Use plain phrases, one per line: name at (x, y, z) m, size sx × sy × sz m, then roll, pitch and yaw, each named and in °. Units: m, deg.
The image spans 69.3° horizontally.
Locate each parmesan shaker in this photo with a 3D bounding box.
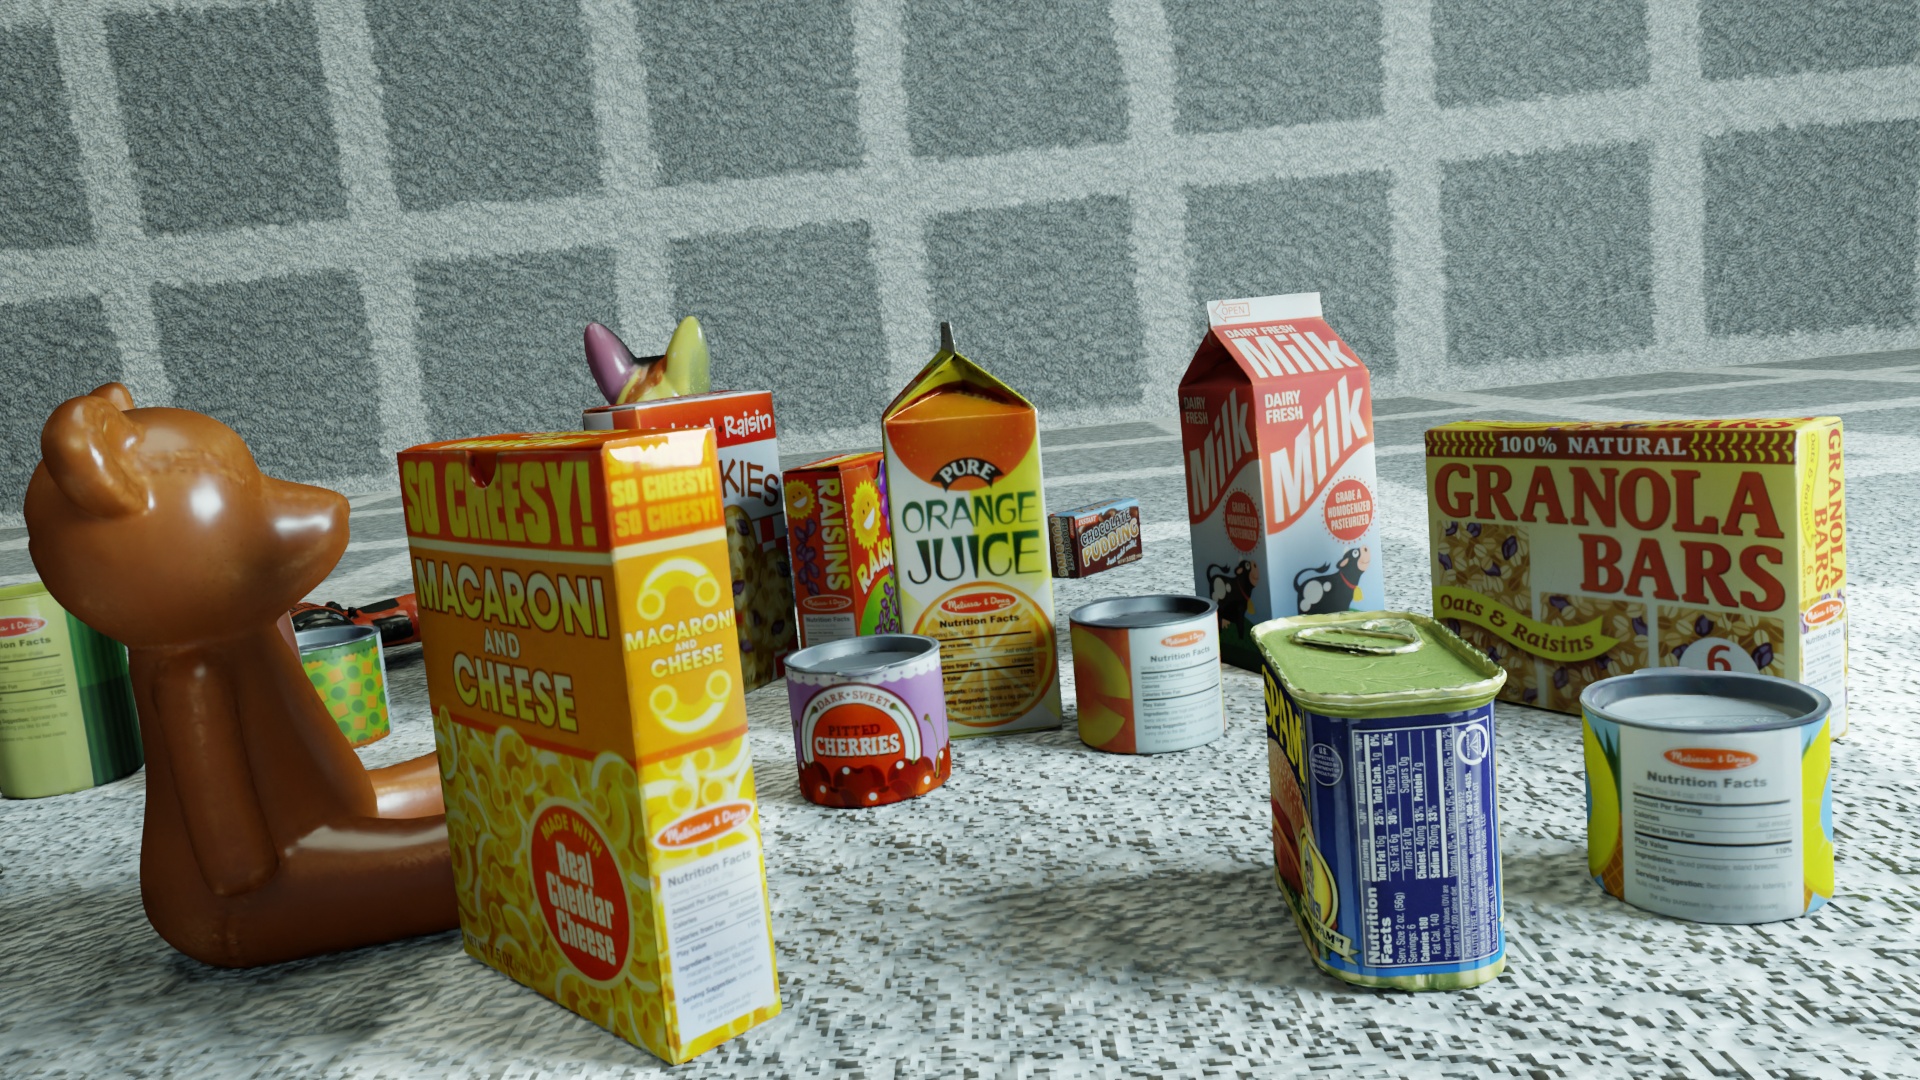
parmesan shaker at (-0.469, 0.074, 0.718) m, size 0.071 × 0.103 × 0.071 m, roll -5°, pitch 8°, yaw 1°

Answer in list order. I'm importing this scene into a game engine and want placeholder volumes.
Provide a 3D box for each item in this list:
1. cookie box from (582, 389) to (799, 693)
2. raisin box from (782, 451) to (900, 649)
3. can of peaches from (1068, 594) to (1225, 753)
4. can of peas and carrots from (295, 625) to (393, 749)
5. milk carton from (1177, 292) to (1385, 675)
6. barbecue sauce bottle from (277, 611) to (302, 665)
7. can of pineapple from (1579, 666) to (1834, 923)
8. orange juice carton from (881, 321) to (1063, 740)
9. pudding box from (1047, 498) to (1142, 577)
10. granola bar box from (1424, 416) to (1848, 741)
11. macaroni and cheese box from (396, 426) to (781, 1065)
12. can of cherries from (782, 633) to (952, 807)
cookie box at (-0.145, 0.004, 0.765) m, size 0.040 × 0.167 × 0.123 m, roll -2°, pitch 8°, yaw 26°
raisin box at (-0.062, 0.014, 0.793) m, size 0.040 × 0.123 × 0.086 m, roll -3°, pitch 8°, yaw 19°
can of peaches at (0.083, 0.058, 0.621) m, size 0.071 × 0.058 × 0.071 m, roll -5°, pitch 8°, yaw 1°
can of peas and carrots at (-0.346, 0.081, 0.746) m, size 0.071 × 0.058 × 0.071 m, roll -5°, pitch 8°, yaw 1°
milk carton at (0.166, -0.032, 0.724) m, size 0.072 × 0.190 × 0.073 m, roll -9°, pitch 8°, yaw -22°
barbecue sauce bottle at (-0.355, 0.046, 0.678) m, size 0.065 × 0.148 × 0.044 m, roll -3°, pitch 8°, yaw 22°
can of pineapple at (0.223, 0.074, 0.416) m, size 0.071 × 0.057 × 0.071 m, roll -5°, pitch 8°, yaw 1°
orange juice carton at (0.002, -0.008, 0.663) m, size 0.073 × 0.192 × 0.072 m, roll -6°, pitch 7°, yaw -2°
pudding box at (0.104, -0.003, 1.065) m, size 0.030 × 0.049 × 0.084 m, roll 1°, pitch 10°, yaw 42°
granola bar box at (0.275, 0.012, 0.581) m, size 0.039 × 0.124 × 0.165 m, roll -10°, pitch 9°, yaw -31°
macaroni and cheese box at (-0.113, 0.052, 0.408) m, size 0.123 × 0.166 × 0.040 m, roll 2°, pitch 11°, yaw 45°
can of cherries at (-0.039, 0.075, 0.583) m, size 0.071 × 0.058 × 0.071 m, roll -5°, pitch 8°, yaw 1°
